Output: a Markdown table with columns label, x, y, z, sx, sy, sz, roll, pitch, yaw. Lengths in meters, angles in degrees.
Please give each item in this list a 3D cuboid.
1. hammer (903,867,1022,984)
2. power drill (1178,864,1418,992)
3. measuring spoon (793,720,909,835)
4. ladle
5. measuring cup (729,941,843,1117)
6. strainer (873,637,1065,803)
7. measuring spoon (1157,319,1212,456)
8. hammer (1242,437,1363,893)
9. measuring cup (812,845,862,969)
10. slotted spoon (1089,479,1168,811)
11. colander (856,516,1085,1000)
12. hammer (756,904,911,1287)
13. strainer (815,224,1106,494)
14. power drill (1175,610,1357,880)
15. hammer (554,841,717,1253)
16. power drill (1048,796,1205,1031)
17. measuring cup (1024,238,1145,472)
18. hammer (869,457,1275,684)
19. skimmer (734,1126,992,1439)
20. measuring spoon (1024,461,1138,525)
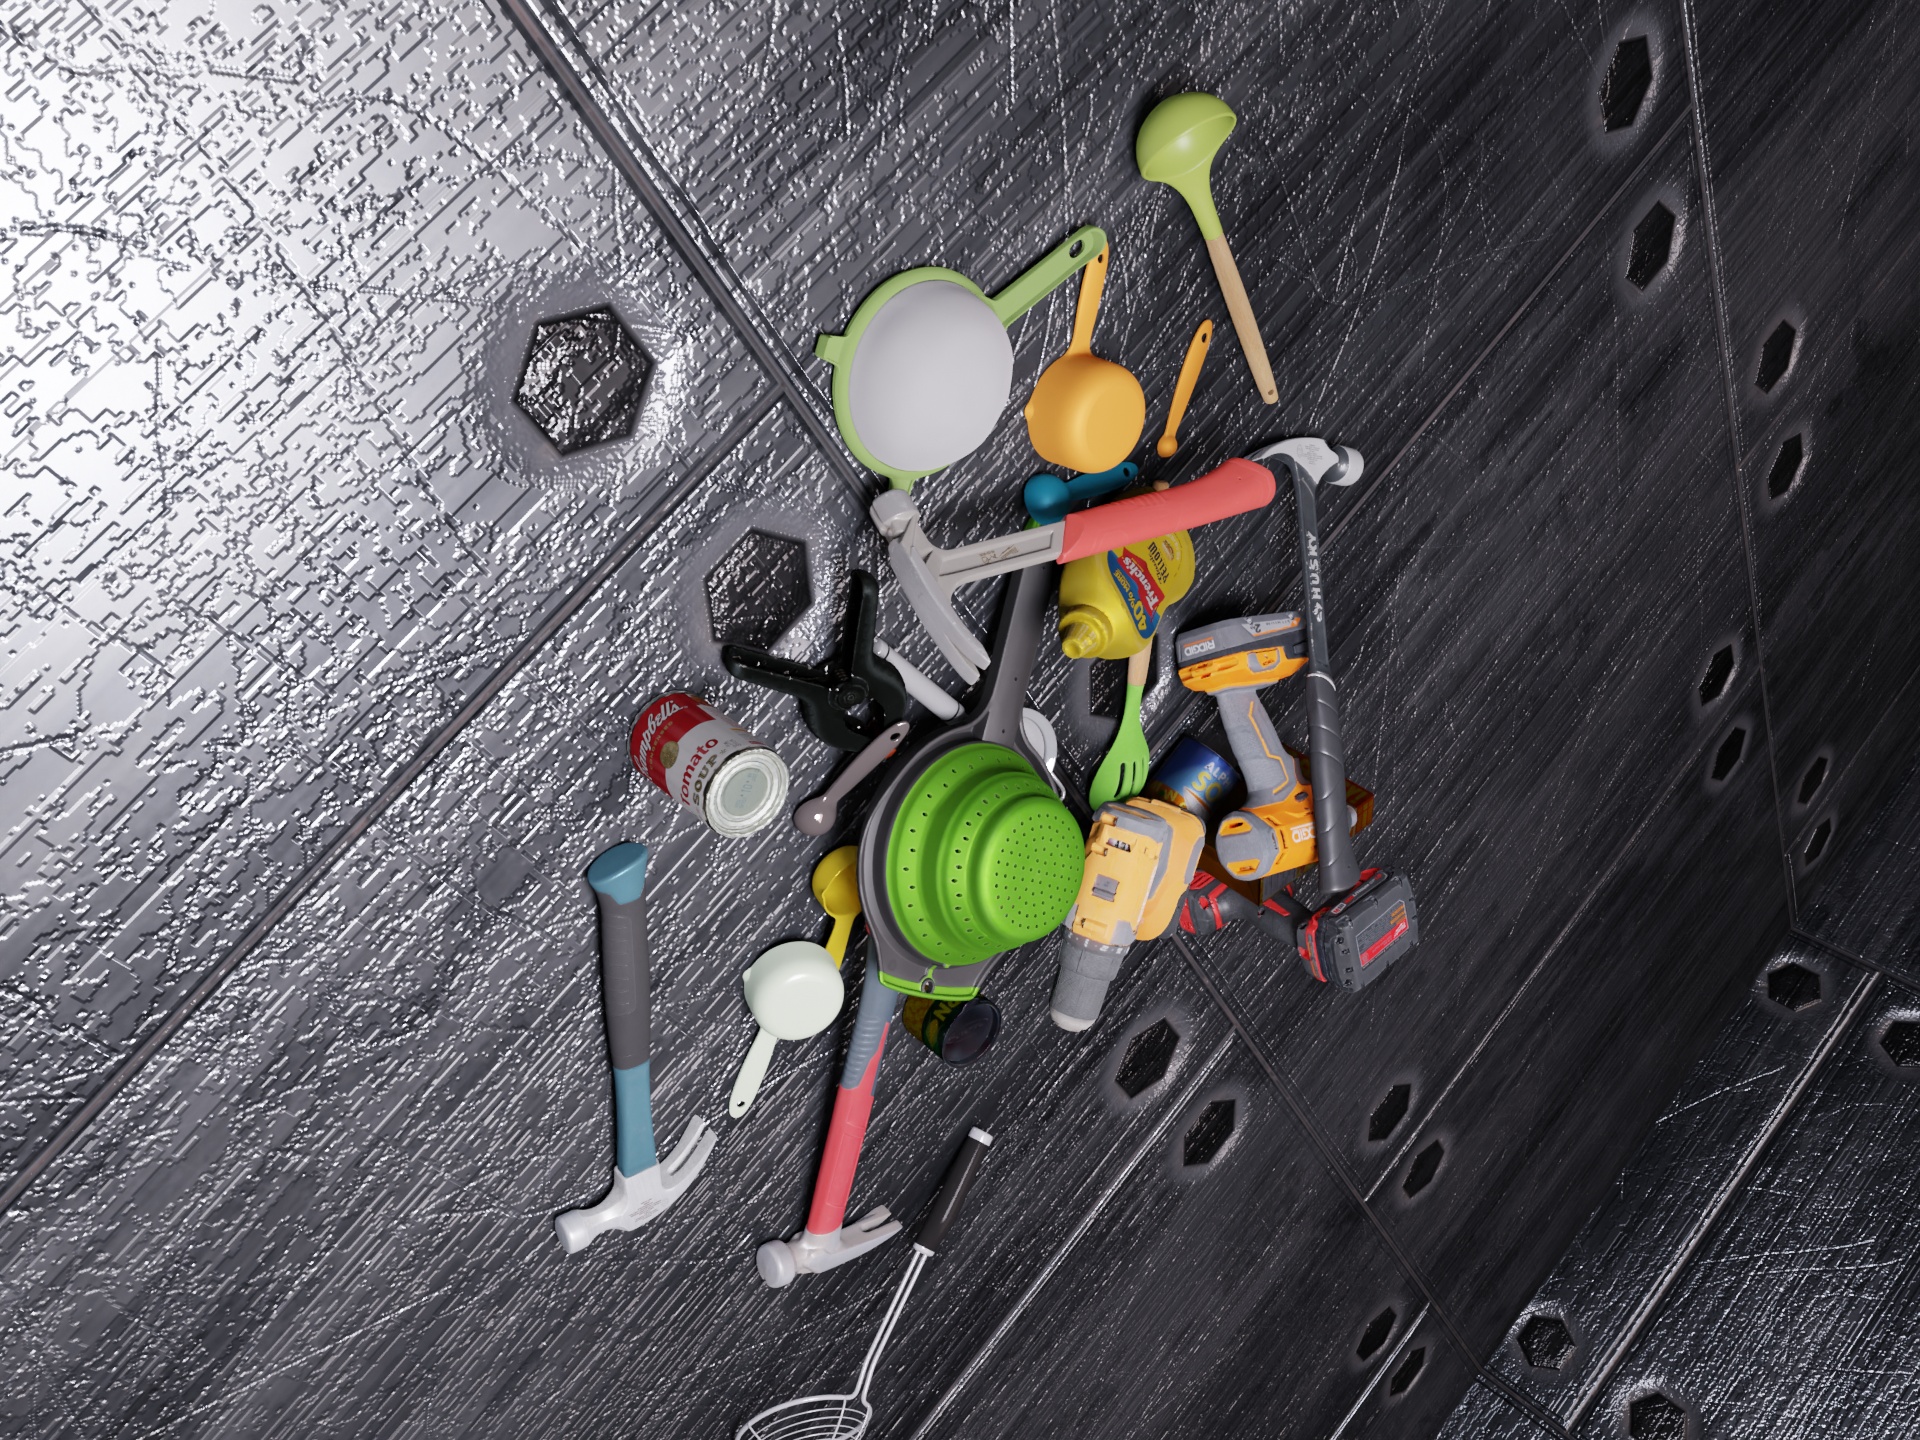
| label | x | y | z | sx | sy | sz | roll | pitch | yaw |
| --- | --- | --- | --- | --- | --- | --- | --- | --- | --- |
| hammer | 0.063 | 0.151 | 1.414 | 0.331 | 0.031 | 0.130 | -11 | 119 | -40 |
| power drill | 0.321 | 0.172 | 1.531 | 0.143 | 0.220 | 0.078 | -31 | 118 | -30 |
| measuring spoon | -0.079 | 0.047 | 1.200 | 0.124 | 0.018 | 0.034 | -45 | 138 | 18 |
| ladle | 0.212 | -0.359 | 1.260 | 0.078 | 0.062 | 0.319 | -29 | 138 | 6 |
| measuring cup | -0.146 | 0.255 | 1.259 | 0.083 | 0.038 | 0.167 | 15 | 107 | -29 |
| strainer | -0.002 | -0.004 | 1.263 | 0.258 | 0.050 | 0.087 | 39 | 85 | -41 |
| measuring spoon | 0.188 | -0.273 | 1.313 | 0.021 | 0.011 | 0.117 | 4 | 109 | -44 |
| hammer | 0.315 | -0.053 | 1.405 | 0.149 | 0.036 | 0.409 | 3 | 80 | -40 |
| measuring cup | -0.104 | 0.166 | 1.277 | 0.062 | 0.029 | 0.156 | -6 | 128 | -38 |
| slotted spoon | 0.155 | -0.056 | 1.392 | 0.070 | 0.031 | 0.313 | -15 | 120 | -39 |
| colander | 0.047 | 0.028 | 1.222 | 0.204 | 0.094 | 0.397 | 18 | 84 | -42 |
| hammer | -0.075 | 0.307 | 1.341 | 0.143 | 0.038 | 0.386 | -9 | 123 | -41 |
| strainer | 0.027 | -0.268 | 1.122 | 0.256 | 0.069 | 0.151 | -42 | 134 | -16 |
| power drill | 0.285 | 0.020 | 1.440 | 0.164 | 0.084 | 0.226 | -9 | 85 | -40 |
| hammer | -0.244 | 0.240 | 1.172 | 0.128 | 0.033 | 0.330 | -17 | 123 | -35 |
| power drill | 0.136 | 0.155 | 1.336 | 0.226 | 0.084 | 0.185 | -4 | 111 | -73 |
| measuring cup | 0.107 | -0.272 | 1.207 | 0.095 | 0.052 | 0.173 | -12 | 121 | -39 |
| hammer | 0.109 | -0.136 | 1.192 | 0.359 | 0.149 | 0.036 | -18 | 159 | -34 |
| skimmer | -0.083 | 0.541 | 1.492 | 0.127 | 0.090 | 0.363 | 40 | 72 | -44 |
| measuring spoon | 0.103 | -0.188 | 1.265 | 0.128 | 0.021 | 0.042 | -24 | 97 | -37 |
